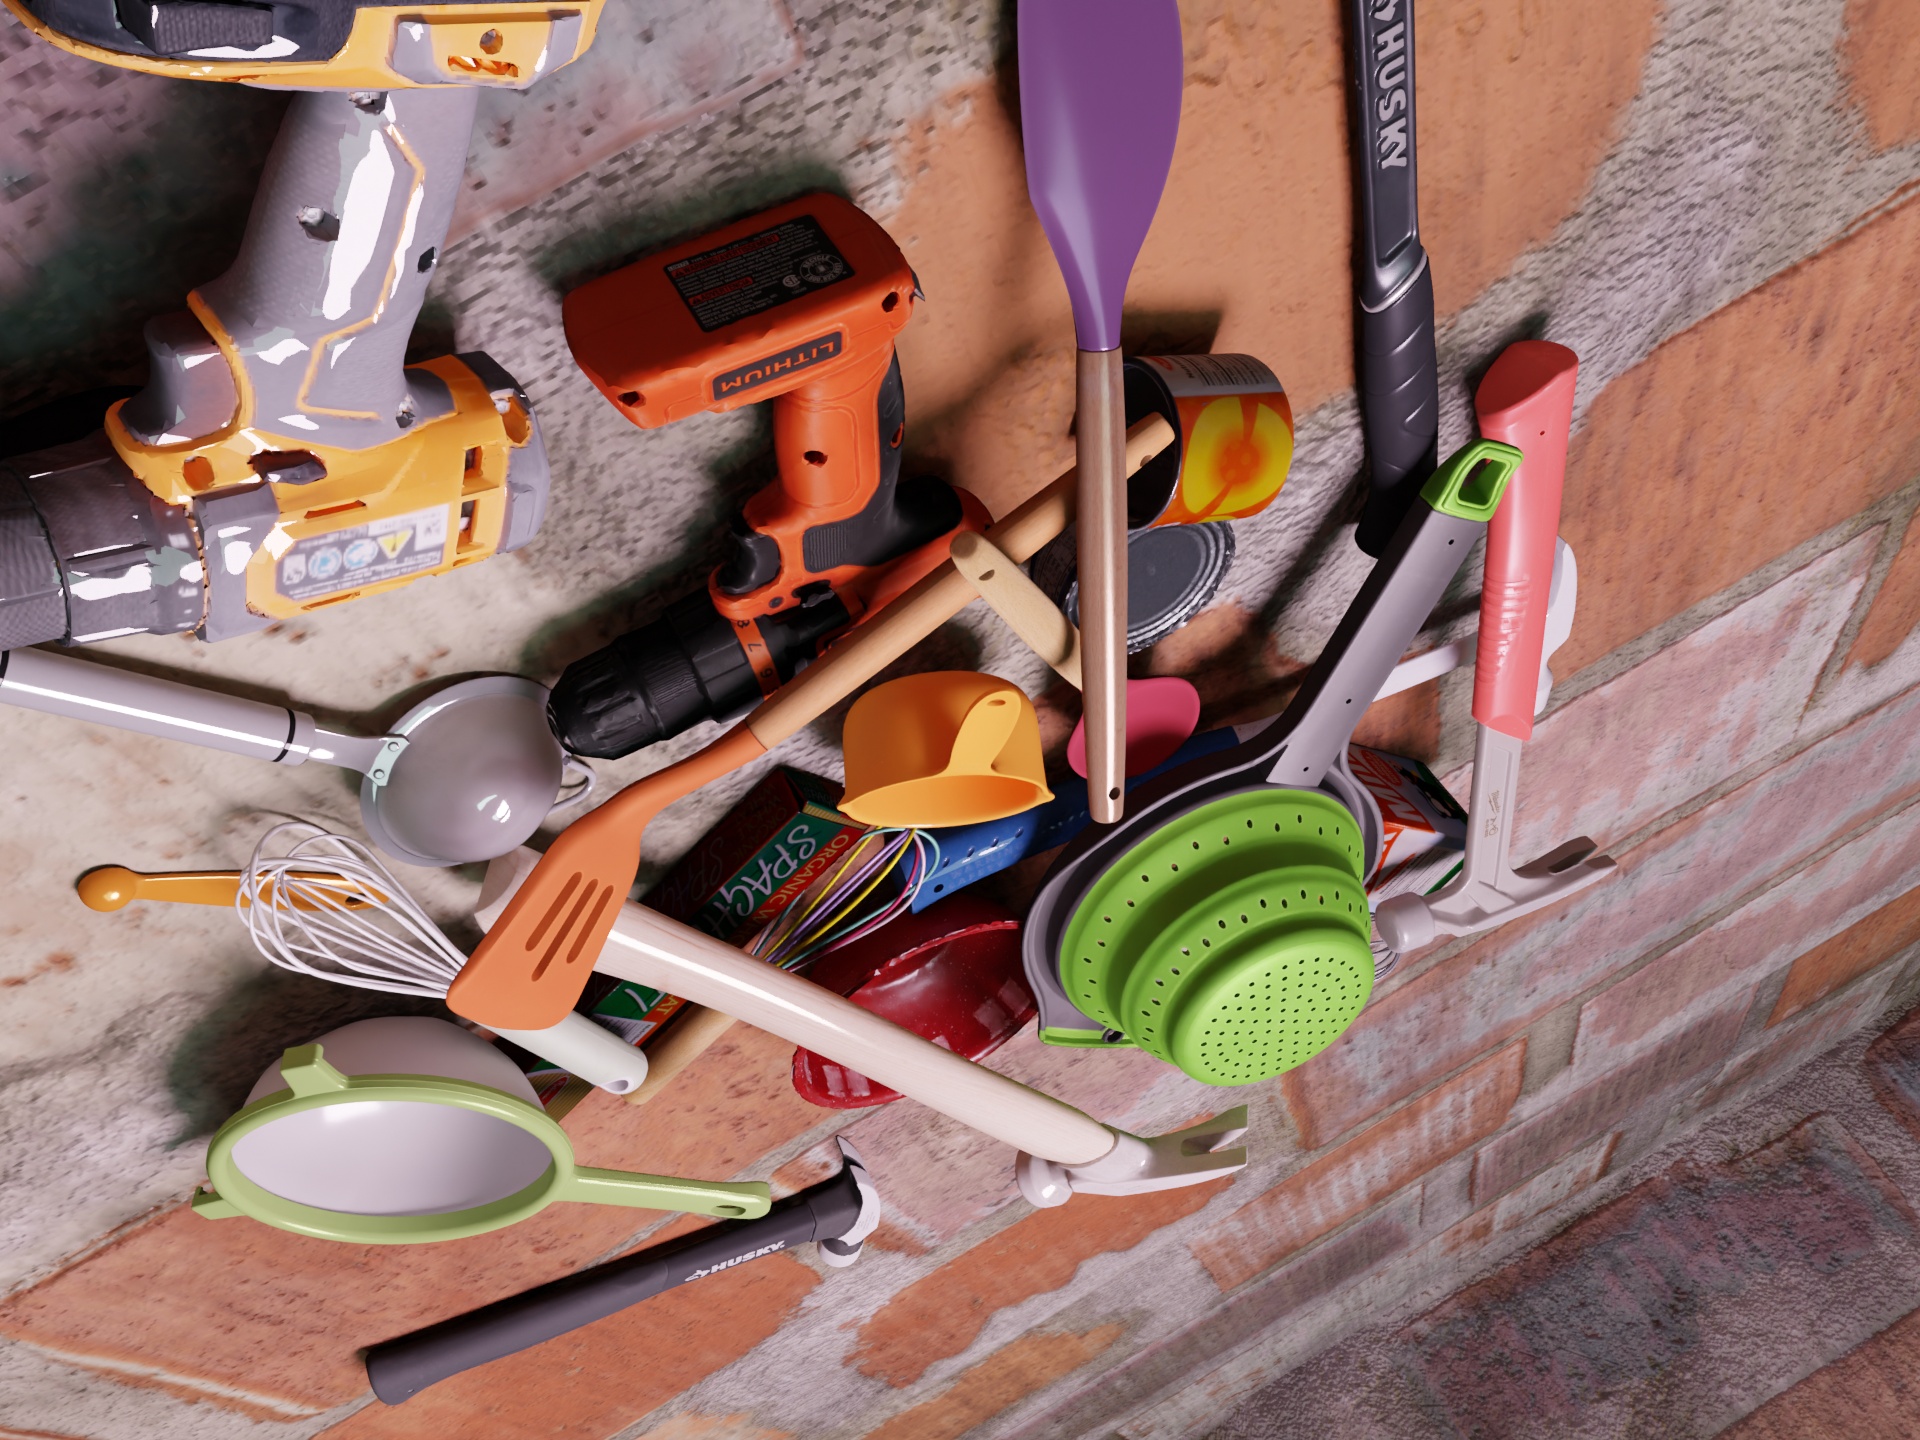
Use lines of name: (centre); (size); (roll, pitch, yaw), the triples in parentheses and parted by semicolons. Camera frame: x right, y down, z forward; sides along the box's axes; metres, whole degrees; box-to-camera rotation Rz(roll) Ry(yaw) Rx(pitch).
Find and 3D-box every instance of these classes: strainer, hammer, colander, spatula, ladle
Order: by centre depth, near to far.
spatula: (0.049, -0.103, 0.542); (0.059, 0.018, 0.315); (-16, 120, -23)
strainer: (-0.225, 0.010, 0.553); (0.258, 0.050, 0.087); (19, 107, -45)
spatula: (-0.049, -0.003, 0.573); (0.322, 0.041, 0.081); (-37, 158, 1)
hammer: (0.169, -0.189, 0.612); (0.149, 0.036, 0.408); (-31, 147, -2)
ladle: (0.046, -0.023, 0.646); (0.069, 0.031, 0.315); (-35, 161, 7)
strainer: (-0.204, 0.185, 0.730); (0.256, 0.069, 0.151); (17, 134, -30)
hammer: (-0.036, 0.150, 0.747); (0.146, 0.038, 0.410); (-24, 136, 39)
colander: (0.172, 0.054, 0.768); (0.204, 0.095, 0.397); (6, 126, -30)
hammer: (0.292, -0.028, 0.826); (0.149, 0.037, 0.358); (-19, 129, -12)
hammer: (0.152, 0.005, 0.838); (0.405, 0.035, 0.143); (-21, 139, -13)
hammer: (-0.205, 0.357, 1.017); (0.334, 0.035, 0.146); (-13, 143, -25)

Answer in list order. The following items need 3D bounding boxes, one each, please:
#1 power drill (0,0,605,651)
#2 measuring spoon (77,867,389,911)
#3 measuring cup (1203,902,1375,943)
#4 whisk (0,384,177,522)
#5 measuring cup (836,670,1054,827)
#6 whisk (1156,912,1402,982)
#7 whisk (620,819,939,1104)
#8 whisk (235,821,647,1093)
power drill: (-0.179, -0.108, 0.375); (0.185, 0.084, 0.226); (-23, 150, -38)
measuring spoon: (-0.275, 0.068, 0.611); (0.116, 0.011, 0.021); (9, 130, -44)
measuring cup: (0.235, 0.133, 1.075); (0.167, 0.038, 0.083); (-29, 146, -8)
whisk: (-0.344, -0.019, 0.409); (0.296, 0.073, 0.073); (-29, 147, -16)
measuring cup: (-0.001, -0.002, 0.653); (0.095, 0.052, 0.173); (-2, 161, -11)
whisk: (0.169, 0.152, 1.001); (0.239, 0.055, 0.055); (-8, 144, -2)
whisk: (-0.096, 0.120, 0.797); (0.051, 0.047, 0.245); (20, 126, -42)
whisk: (-0.204, 0.110, 0.665); (0.058, 0.059, 0.246); (-19, 144, 16)
